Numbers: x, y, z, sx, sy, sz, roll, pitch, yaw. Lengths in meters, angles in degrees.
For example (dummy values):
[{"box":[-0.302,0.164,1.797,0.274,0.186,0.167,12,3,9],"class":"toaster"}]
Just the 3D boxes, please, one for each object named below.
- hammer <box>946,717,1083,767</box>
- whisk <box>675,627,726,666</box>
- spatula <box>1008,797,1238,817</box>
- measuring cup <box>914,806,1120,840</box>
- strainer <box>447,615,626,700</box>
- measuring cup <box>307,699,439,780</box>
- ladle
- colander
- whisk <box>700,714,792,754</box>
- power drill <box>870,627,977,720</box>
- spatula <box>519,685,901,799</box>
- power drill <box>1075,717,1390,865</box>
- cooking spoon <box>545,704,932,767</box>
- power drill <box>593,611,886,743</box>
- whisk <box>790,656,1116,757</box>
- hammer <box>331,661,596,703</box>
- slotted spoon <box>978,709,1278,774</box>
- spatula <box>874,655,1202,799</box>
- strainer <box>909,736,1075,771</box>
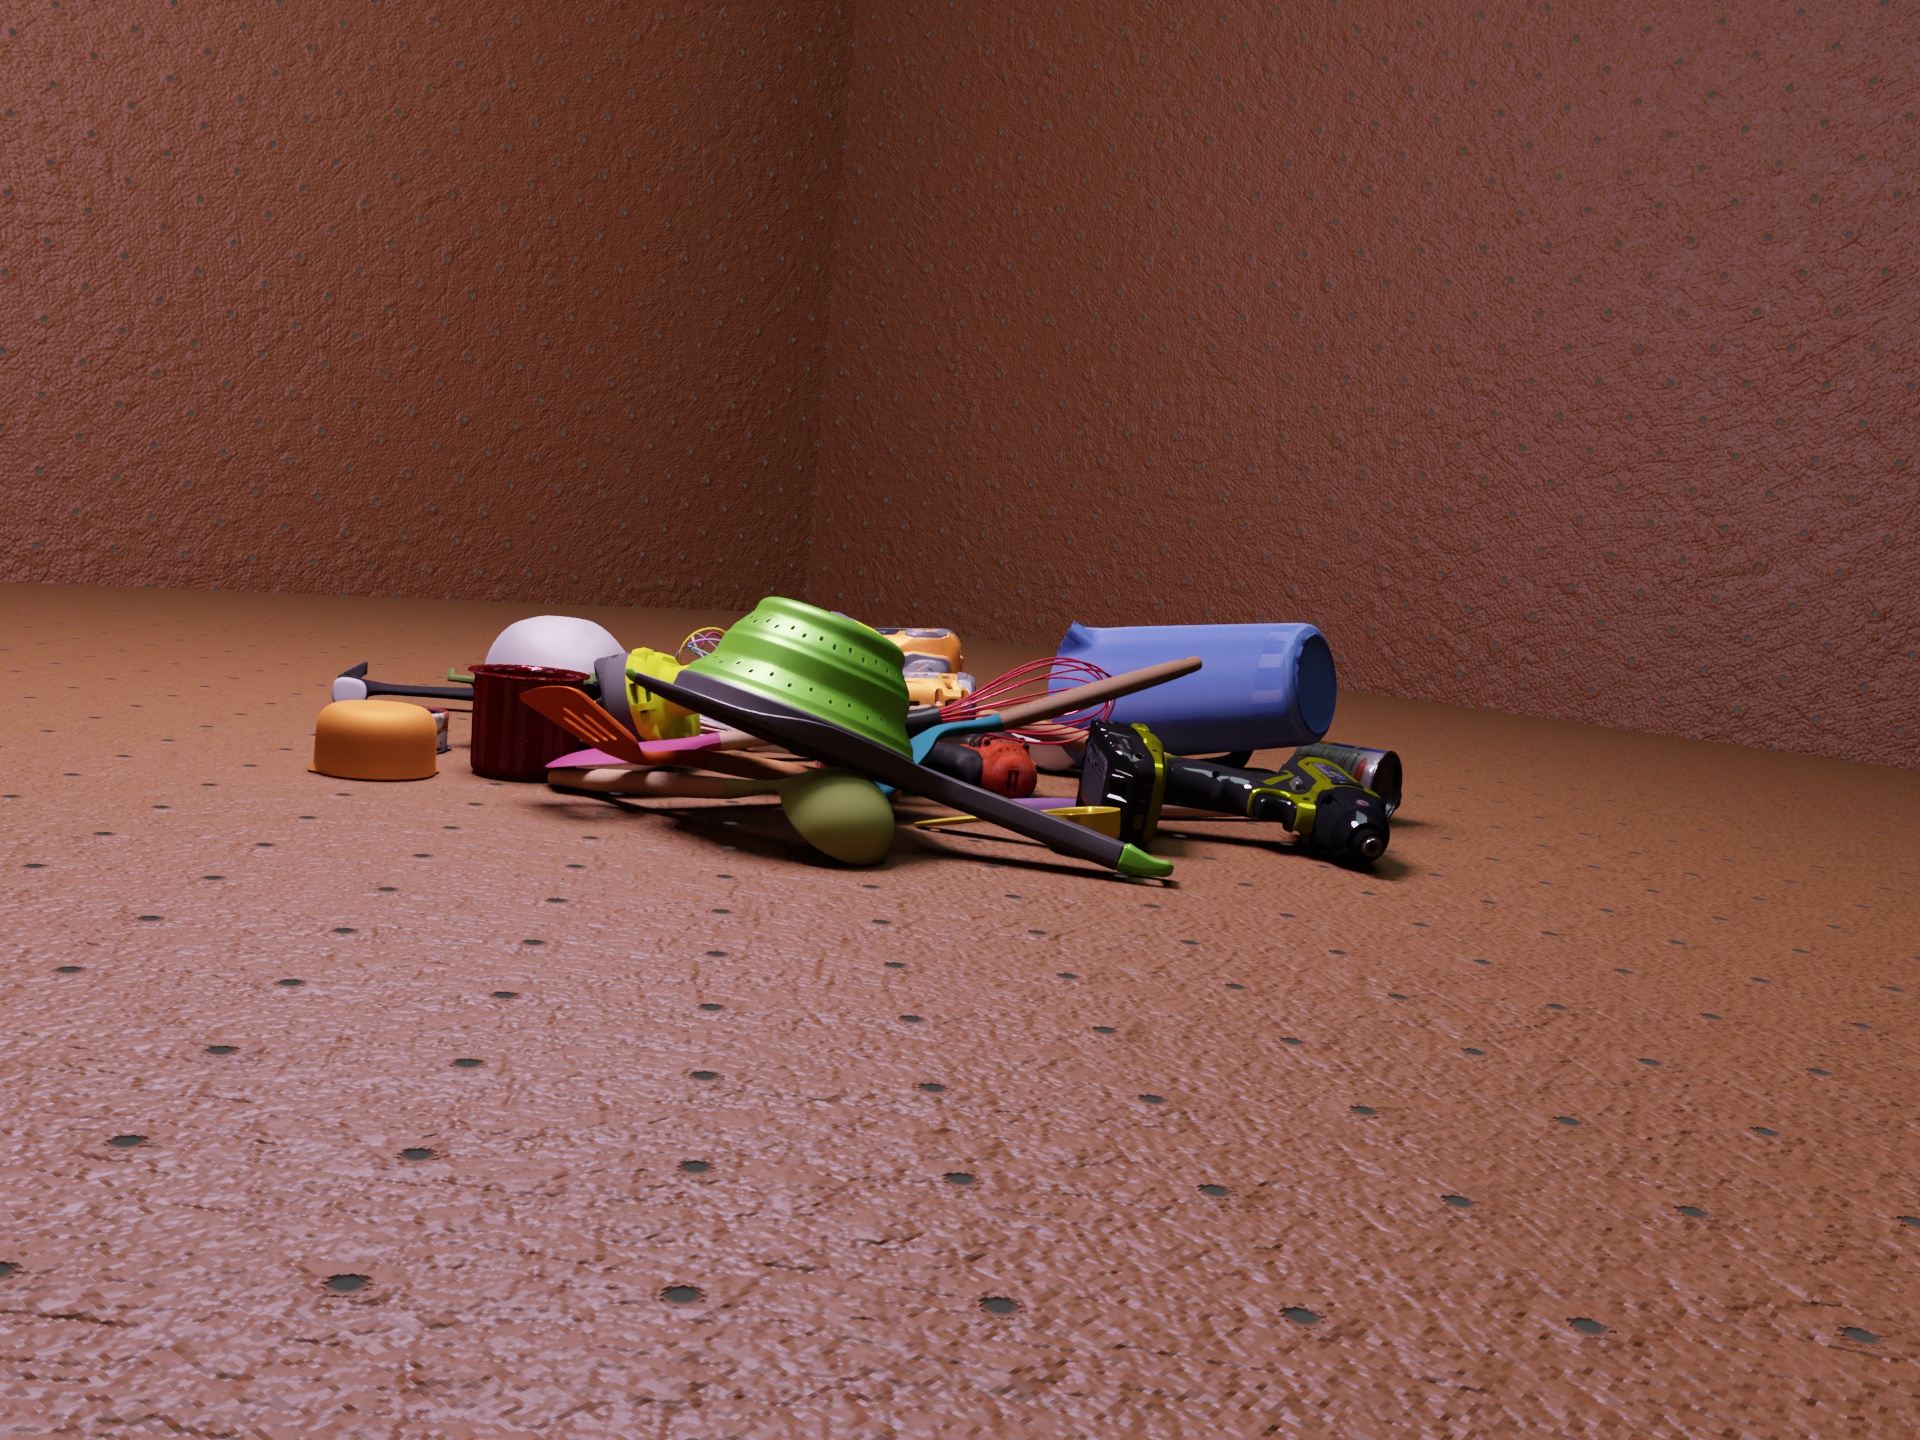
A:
[{"box":[-0.043,0.003,1.720,0.411,0.038,0.146,7,5,14],"class":"hammer"},{"box":[-0.196,-0.034,1.565,0.051,0.047,0.244,7,-16,30],"class":"whisk"},{"box":[0.159,0.074,1.334,0.315,0.018,0.060,1,10,-27],"class":"spatula"},{"box":[0.041,0.082,1.166,0.156,0.029,0.062,-5,1,18],"class":"measuring cup"},{"box":[-0.330,-0.053,1.434,0.151,0.069,0.256,2,-2,17],"class":"strainer"},{"box":[-0.460,0.006,1.229,0.095,0.052,0.174,2,9,-31],"class":"measuring cup"},{"box":[-0.180,0.059,1.116,0.320,0.062,0.078,2,3,36],"class":"ladle"},{"box":[-0.029,0.002,1.104,0.397,0.094,0.204,20,-6,10],"class":"colander"},{"box":[-0.198,0.014,1.443,0.246,0.057,0.059,7,35,-36],"class":"whisk"},{"box":[-0.079,-0.036,1.591,0.185,0.084,0.226,0,15,-2],"class":"power drill"},{"box":[-0.172,0.024,1.199,0.322,0.041,0.081,12,-12,-39],"class":"spatula"},{"box":[0.212,0.061,1.232,0.223,0.080,0.171,8,12,-7],"class":"power drill"},{"box":[-0.167,0.013,1.260,0.318,0.017,0.069,-8,3,-25],"class":"cooking spoon"},{"box":[-0.164,-0.030,1.304,0.228,0.080,0.190,-11,-6,11],"class":"power drill"},{"box":[-0.002,-0.004,1.297,0.295,0.073,0.073,-9,12,-23],"class":"whisk"},{"box":[-0.448,-0.023,1.605,0.336,0.034,0.127,4,7,-12],"class":"hammer"},{"box":[0.164,0.032,1.411,0.313,0.031,0.070,14,-4,-14],"class":"slotted spoon"},{"box":[0.056,0.005,1.263,0.317,0.044,0.082,-17,8,-19],"class":"spatula"},{"box":[0.026,0.027,1.551,0.258,0.050,0.087,-1,1,-9],"class":"strainer"}]
